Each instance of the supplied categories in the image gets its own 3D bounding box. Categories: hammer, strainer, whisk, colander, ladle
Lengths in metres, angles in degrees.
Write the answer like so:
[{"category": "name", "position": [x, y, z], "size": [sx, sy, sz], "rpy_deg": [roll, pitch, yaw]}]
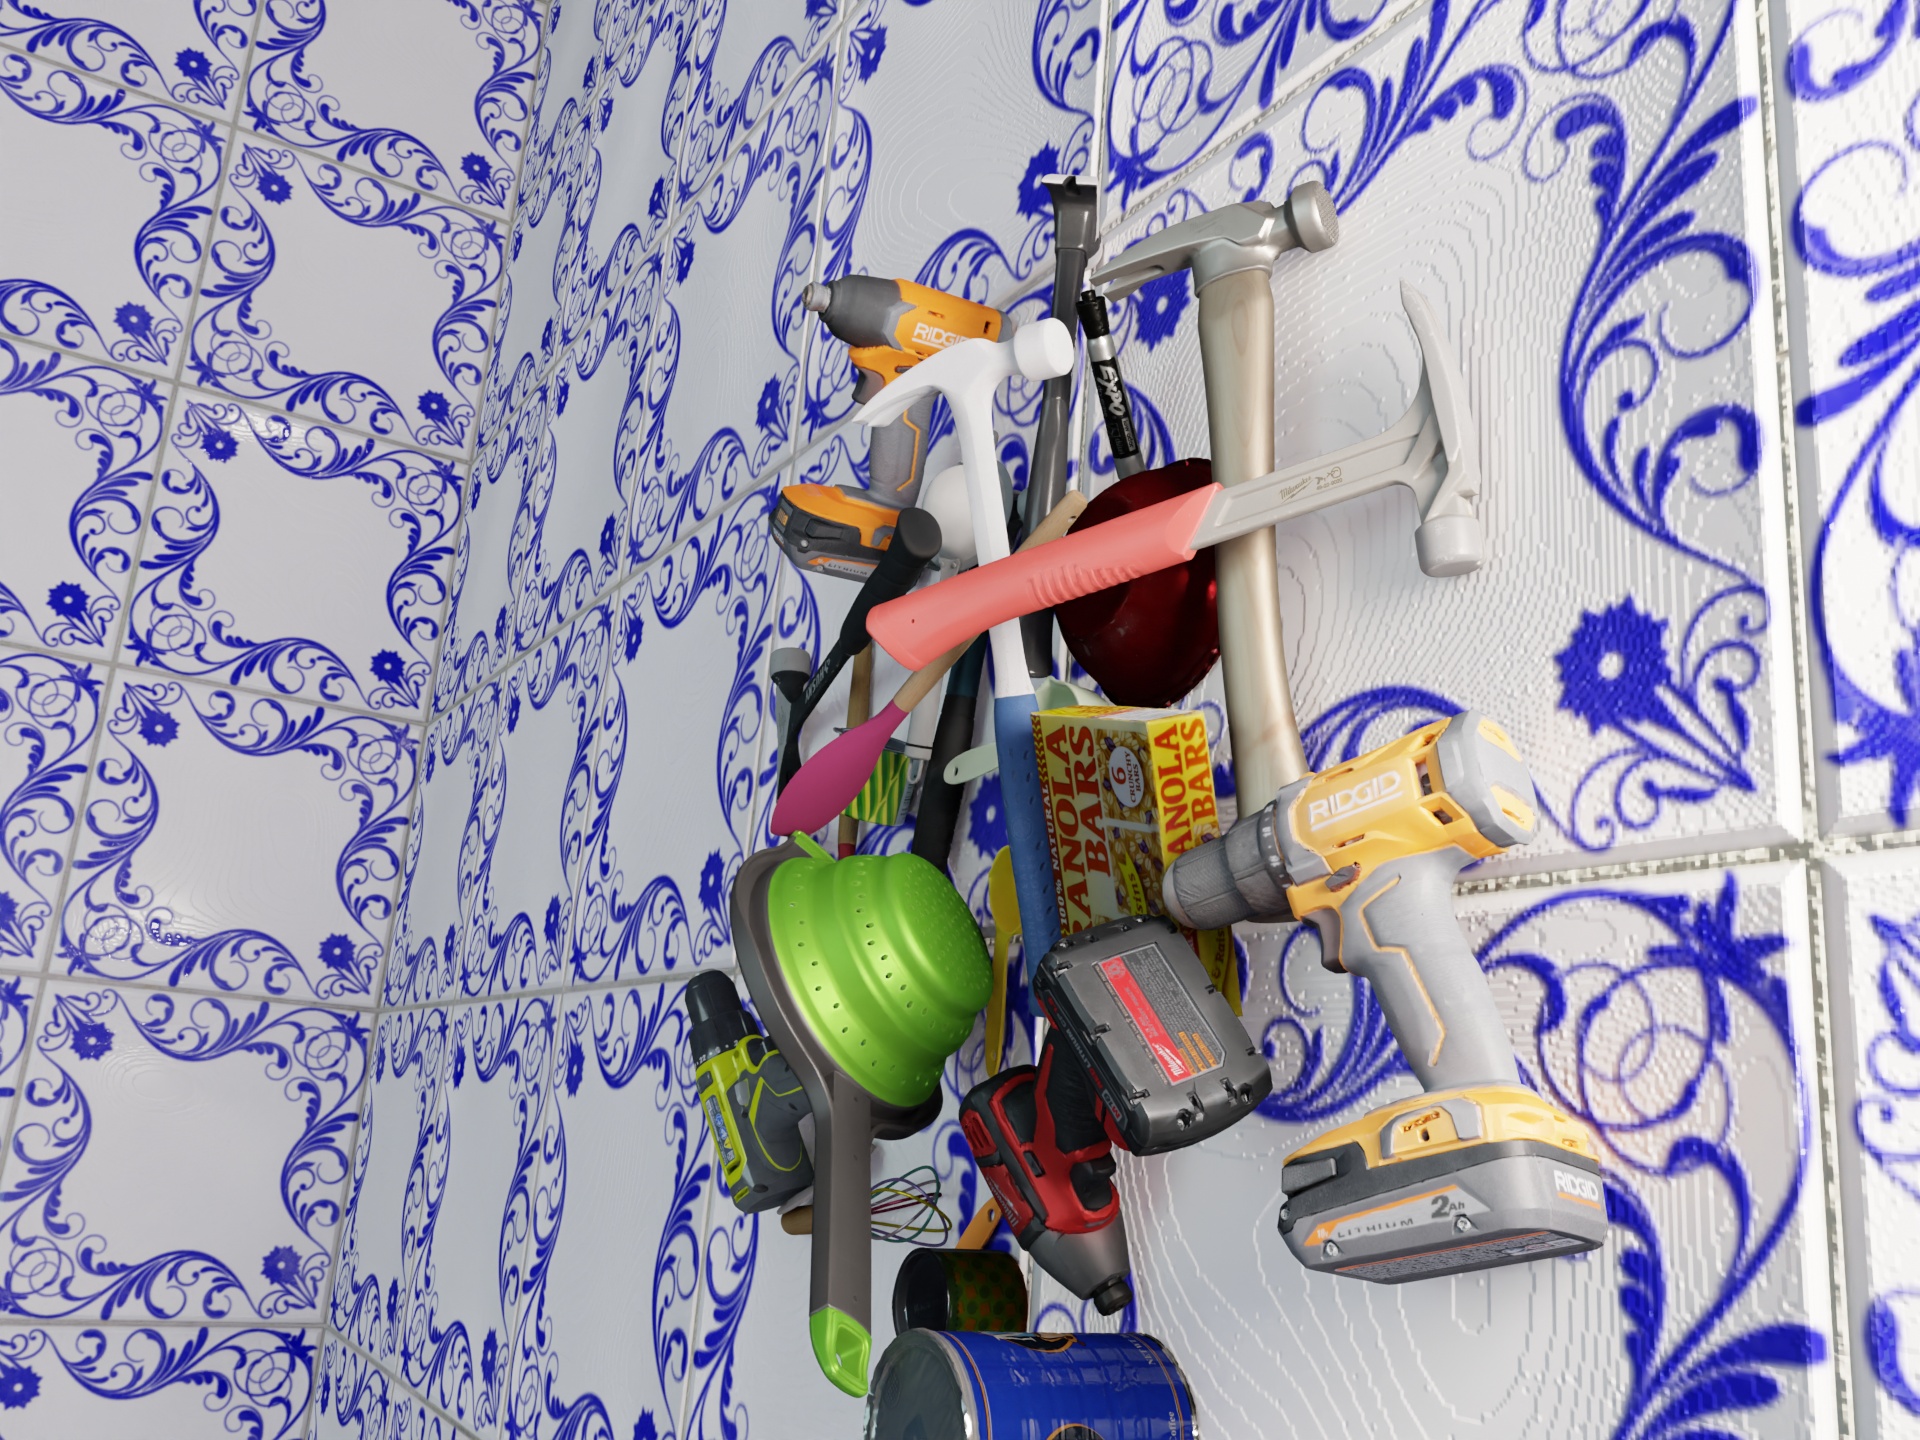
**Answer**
[{"category": "hammer", "position": [0.097, -0.105, 0.861], "size": [0.359, 0.036, 0.149], "rpy_deg": [-16, 72, 33]}, {"category": "strainer", "position": [-0.013, -0.082, 1.119], "size": [0.087, 0.050, 0.258], "rpy_deg": [10, 91, 45]}, {"category": "hammer", "position": [0.148, -0.094, 0.870], "size": [0.146, 0.038, 0.411], "rpy_deg": [-12, 69, 31]}, {"category": "hammer", "position": [0.026, -0.025, 0.959], "size": [0.144, 0.035, 0.405], "rpy_deg": [-9, 90, 31]}, {"category": "hammer", "position": [-0.002, -0.004, 1.138], "size": [0.128, 0.033, 0.331], "rpy_deg": [6, 84, 60]}, {"category": "whisk", "position": [-0.074, 0.344, 1.115], "size": [0.245, 0.047, 0.051], "rpy_deg": [-32, 53, 56]}, {"category": "hammer", "position": [-0.090, -0.053, 1.226], "size": [0.409, 0.036, 0.149], "rpy_deg": [134, 138, -63]}, {"category": "colander", "position": [-0.040, 0.198, 0.935], "size": [0.094, 0.204, 0.398], "rpy_deg": [-32, 31, 18]}, {"category": "ladle", "position": [-0.087, 0.075, 1.264], "size": [0.069, 0.031, 0.316], "rpy_deg": [-27, 54, 53]}, {"category": "hammer", "position": [0.061, -0.192, 1.041], "size": [0.146, 0.035, 0.335], "rpy_deg": [46, -130, -81]}]

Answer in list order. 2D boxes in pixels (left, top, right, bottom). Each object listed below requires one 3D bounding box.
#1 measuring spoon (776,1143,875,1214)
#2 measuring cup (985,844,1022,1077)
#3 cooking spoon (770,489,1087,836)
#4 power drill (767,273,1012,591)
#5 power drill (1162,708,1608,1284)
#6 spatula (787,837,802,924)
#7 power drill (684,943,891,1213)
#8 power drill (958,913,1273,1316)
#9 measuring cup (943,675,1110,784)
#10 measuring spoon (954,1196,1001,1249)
[{"category": "measuring spoon", "position": [-0.105, 0.335, 1.168], "size": [0.018, 0.034, 0.124], "rpy_deg": [49, 128, 1]}, {"category": "measuring cup", "position": [0.037, 0.156, 1.024], "size": [0.062, 0.029, 0.156], "rpy_deg": [-151, 64, -63]}, {"category": "cooking spoon", "position": [-0.023, -0.028, 1.030], "size": [0.319, 0.068, 0.017], "rpy_deg": [-49, 56, 24]}, {"category": "power drill", "position": [-0.070, -0.225, 1.216], "size": [0.084, 0.164, 0.226], "rpy_deg": [48, 122, 55]}, {"category": "power drill", "position": [0.175, 0.125, 0.703], "size": [0.185, 0.084, 0.226], "rpy_deg": [-27, 52, 37]}, {"category": "spatula", "position": [-0.121, 0.120, 1.210], "size": [0.316, 0.018, 0.059], "rpy_deg": [-139, 39, -79]}, {"category": "power drill", "position": [-0.133, 0.241, 1.192], "size": [0.228, 0.080, 0.191], "rpy_deg": [-47, 56, 42]}, {"category": "power drill", "position": [0.072, 0.214, 0.836], "size": [0.143, 0.078, 0.219], "rpy_deg": [58, 147, 30]}, {"category": "measuring cup", "position": [0.045, 0.024, 1.040], "size": [0.167, 0.038, 0.083], "rpy_deg": [-21, 61, 57]}, {"category": "measuring spoon", "position": [0.002, 0.348, 1.016], "size": [0.117, 0.011, 0.021], "rpy_deg": [-62, 31, 19]}]
